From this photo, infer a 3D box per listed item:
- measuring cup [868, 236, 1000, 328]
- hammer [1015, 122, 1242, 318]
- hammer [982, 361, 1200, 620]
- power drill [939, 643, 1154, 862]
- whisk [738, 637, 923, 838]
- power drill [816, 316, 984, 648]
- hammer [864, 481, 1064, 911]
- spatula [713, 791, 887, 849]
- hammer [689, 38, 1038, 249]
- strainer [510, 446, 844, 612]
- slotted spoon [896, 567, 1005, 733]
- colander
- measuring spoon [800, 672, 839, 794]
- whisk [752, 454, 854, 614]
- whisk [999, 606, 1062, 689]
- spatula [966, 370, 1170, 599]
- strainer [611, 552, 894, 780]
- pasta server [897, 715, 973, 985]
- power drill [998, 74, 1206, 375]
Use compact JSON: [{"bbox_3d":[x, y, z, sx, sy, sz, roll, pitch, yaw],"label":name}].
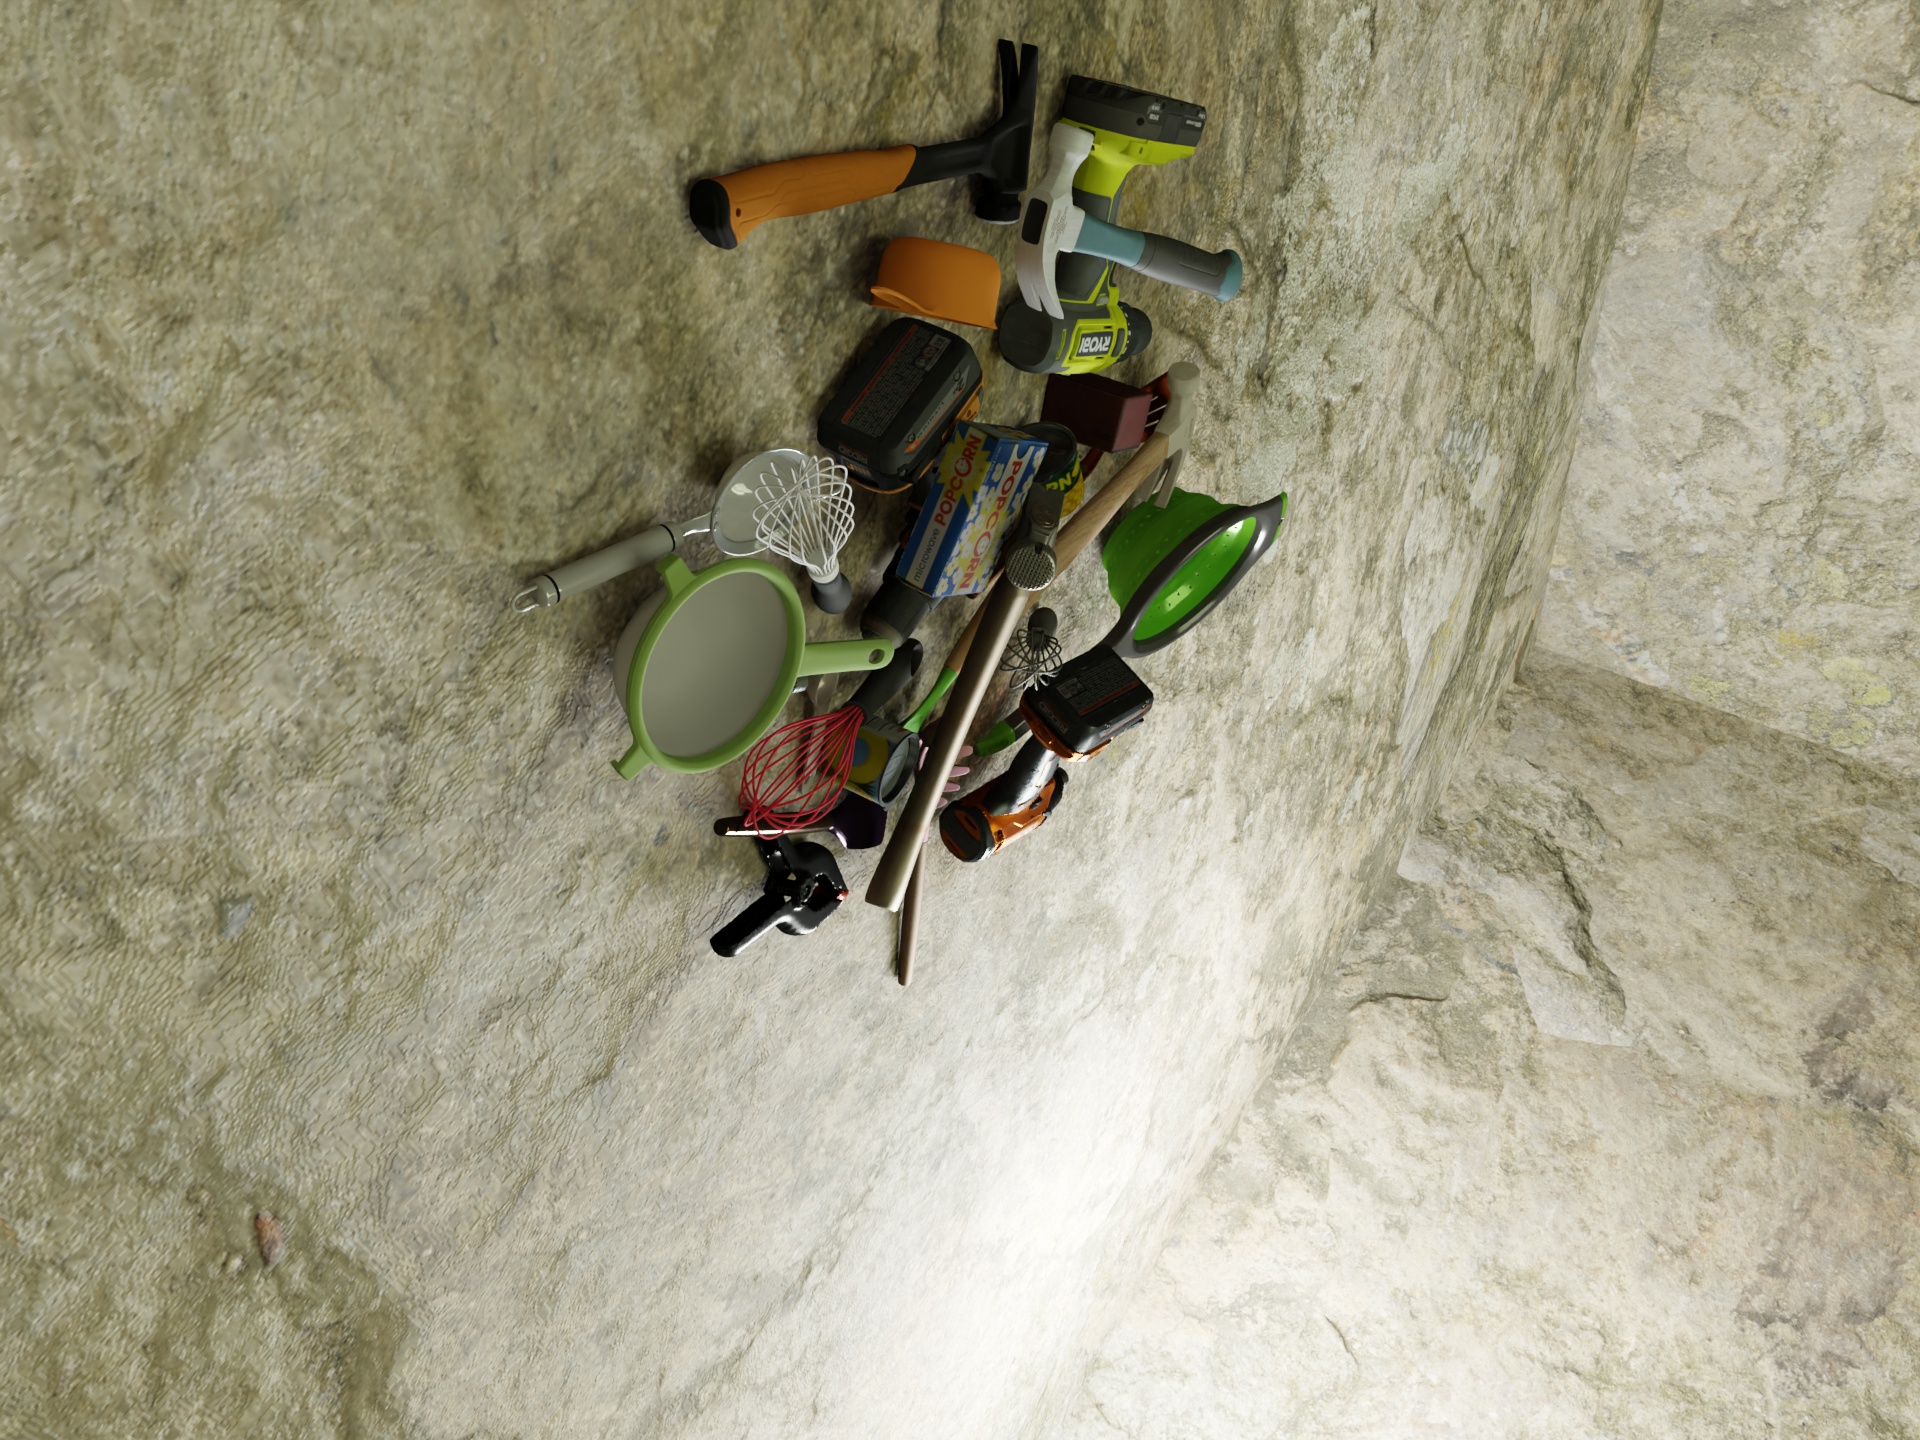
[{"bbox_3d":[-0.026,-0.303,1.078,0.173,0.095,0.052,-27,130,-74],"label":"measuring cup"},{"bbox_3d":[0.143,-0.370,1.251,0.331,0.033,0.128,-10,125,-56],"label":"hammer"},{"bbox_3d":[0.122,-0.185,1.433,0.331,0.031,0.130,-48,153,-31],"label":"hammer"},{"bbox_3d":[0.086,0.032,1.504,0.164,0.084,0.226,-27,159,-45],"label":"power drill"},{"bbox_3d":[-0.090,0.003,1.229,0.296,0.073,0.073,-51,153,-55],"label":"whisk"},{"bbox_3d":[-0.036,-0.169,1.208,0.185,0.084,0.226,-56,155,-15],"label":"power drill"},{"bbox_3d":[-0.002,-0.004,1.324,0.146,0.038,0.410,-77,-171,-57],"label":"hammer"},{"bbox_3d":[-0.118,0.080,1.278,0.315,0.018,0.060,5,93,-71],"label":"spatula"},{"bbox_3d":[-0.054,-0.373,1.058,0.337,0.034,0.127,-33,139,-46],"label":"hammer"},{"bbox_3d":[-0.182,-0.123,1.023,0.258,0.050,0.086,-32,150,-39],"label":"strainer"},{"bbox_3d":[0.005,-0.064,1.389,0.314,0.031,0.070,-57,166,-9],"label":"slotted spoon"},{"bbox_3d":[0.147,-0.115,1.574,0.397,0.094,0.204,-39,161,-12],"label":"colander"},{"bbox_3d":[-0.120,0.007,1.269,0.034,0.018,0.124,-42,152,-53],"label":"measuring spoon"},{"bbox_3d":[-0.098,-0.114,1.087,0.070,0.070,0.284,-61,175,-9],"label":"whisk"},{"bbox_3d":[0.068,-0.070,1.423,0.239,0.055,0.055,-66,172,-74],"label":"whisk"},{"bbox_3d":[0.109,-0.214,1.465,0.323,0.041,0.080,-49,150,-28],"label":"spatula"},{"bbox_3d":[-0.147,-0.050,1.097,0.256,0.069,0.151,-8,119,-54],"label":"strainer"},{"bbox_3d":[-0.033,0.129,1.488,0.040,0.060,0.316,-11,128,-24],"label":"pasta server"},{"bbox_3d":[0.124,-0.398,1.310,0.190,0.080,0.228,-21,132,-52],"label":"power drill"}]
